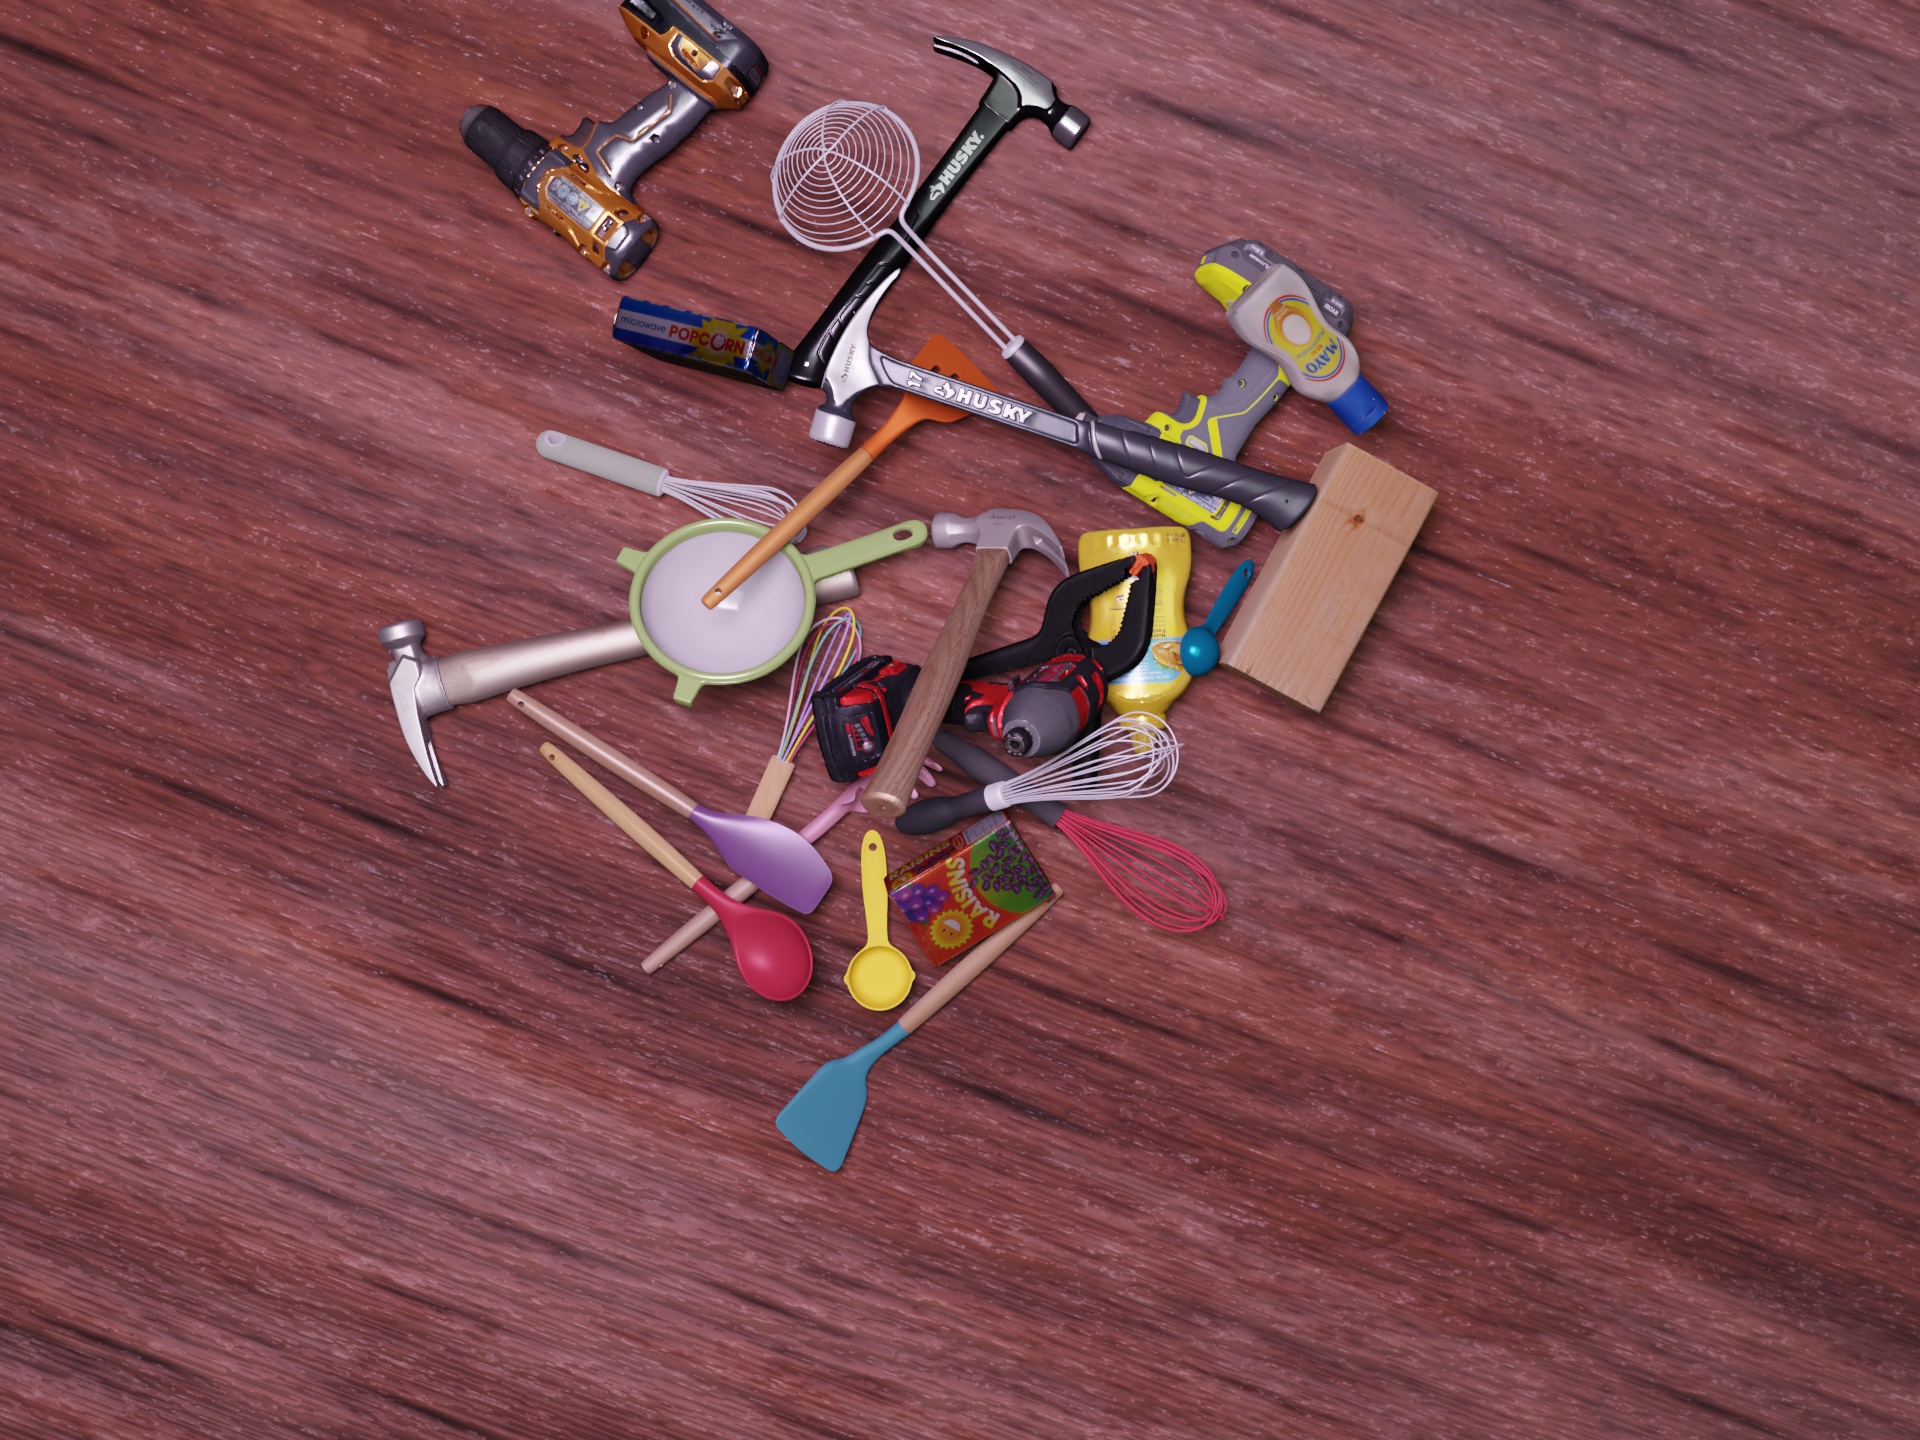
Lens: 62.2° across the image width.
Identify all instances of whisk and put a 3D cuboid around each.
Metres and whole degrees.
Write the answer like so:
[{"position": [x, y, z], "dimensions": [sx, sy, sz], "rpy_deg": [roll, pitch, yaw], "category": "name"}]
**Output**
[{"position": [-0.145, 0.014, 1.381], "dimensions": [0.047, 0.051, 0.245], "rpy_deg": [28, 98, 22], "category": "whisk"}, {"position": [0.102, 0.094, 1.374], "dimensions": [0.296, 0.073, 0.073], "rpy_deg": [33, 93, 3], "category": "whisk"}, {"position": [0.059, 0.055, 1.319], "dimensions": [0.284, 0.070, 0.070], "rpy_deg": [-18, 94, 34], "category": "whisk"}, {"position": [-0.248, -0.201, 1.365], "dimensions": [0.246, 0.059, 0.058], "rpy_deg": [19, 56, 2], "category": "whisk"}]

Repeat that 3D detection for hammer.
[{"position": [-0.285, -0.062, 1.372], "dimensions": [0.410, 0.038, 0.146], "rpy_deg": [-15, 92, 0], "category": "hammer"}, {"position": [0.092, -0.238, 1.288], "dimensions": [0.409, 0.036, 0.149], "rpy_deg": [17, 98, -4], "category": "hammer"}, {"position": [-0.005, -0.055, 1.253], "dimensions": [0.130, 0.331, 0.031], "rpy_deg": [2, 137, 24], "category": "hammer"}, {"position": [-0.047, -0.423, 1.355], "dimensions": [0.146, 0.035, 0.335], "rpy_deg": [38, 93, -3], "category": "hammer"}]

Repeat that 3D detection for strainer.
[{"position": [-0.147, -0.106, 1.328], "dimensions": [0.256, 0.069, 0.152], "rpy_deg": [-21, 70, -14], "category": "strainer"}]

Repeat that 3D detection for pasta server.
[{"position": [-0.151, 0.124, 1.384], "dimensions": [0.316, 0.060, 0.040], "rpy_deg": [-39, 67, 5], "category": "pasta server"}]

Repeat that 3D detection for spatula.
[{"position": [-0.026, 0.257, 1.389], "dimensions": [0.317, 0.044, 0.082], "rpy_deg": [-43, 116, 0], "category": "spatula"}, {"position": [-0.095, -0.202, 1.319], "dimensions": [0.081, 0.041, 0.322], "rpy_deg": [45, 76, -1], "category": "spatula"}, {"position": [-0.247, 0.061, 1.352], "dimensions": [0.316, 0.018, 0.060], "rpy_deg": [32, 101, -2], "category": "spatula"}]

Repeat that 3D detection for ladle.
[{"position": [-0.246, 0.123, 1.367], "dimensions": [0.315, 0.031, 0.069], "rpy_deg": [40, 99, 8], "category": "ladle"}]

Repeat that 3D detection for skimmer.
[{"position": [-0.003, -0.360, 1.334], "dimensions": [0.363, 0.090, 0.127], "rpy_deg": [42, 97, -21], "category": "skimmer"}]

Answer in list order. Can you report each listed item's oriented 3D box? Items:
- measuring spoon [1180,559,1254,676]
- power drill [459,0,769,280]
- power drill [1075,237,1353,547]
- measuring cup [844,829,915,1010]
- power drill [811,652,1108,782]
[{"position": [0.227, -0.090, 1.354], "dimensions": [0.042, 0.021, 0.129], "rpy_deg": [51, 60, -32], "category": "measuring spoon"}, {"position": [-0.293, -0.512, 1.330], "dimensions": [0.185, 0.084, 0.226], "rpy_deg": [38, 97, -1], "category": "power drill"}, {"position": [0.212, -0.281, 1.336], "dimensions": [0.171, 0.080, 0.223], "rpy_deg": [30, 95, -12], "category": "power drill"}, {"position": [-0.073, 0.175, 1.398], "dimensions": [0.062, 0.029, 0.156], "rpy_deg": [-3, 81, -1], "category": "measuring cup"}, {"position": [-0.002, -0.004, 1.290], "dimensions": [0.220, 0.143, 0.078], "rpy_deg": [-2, 111, 26], "category": "power drill"}]
